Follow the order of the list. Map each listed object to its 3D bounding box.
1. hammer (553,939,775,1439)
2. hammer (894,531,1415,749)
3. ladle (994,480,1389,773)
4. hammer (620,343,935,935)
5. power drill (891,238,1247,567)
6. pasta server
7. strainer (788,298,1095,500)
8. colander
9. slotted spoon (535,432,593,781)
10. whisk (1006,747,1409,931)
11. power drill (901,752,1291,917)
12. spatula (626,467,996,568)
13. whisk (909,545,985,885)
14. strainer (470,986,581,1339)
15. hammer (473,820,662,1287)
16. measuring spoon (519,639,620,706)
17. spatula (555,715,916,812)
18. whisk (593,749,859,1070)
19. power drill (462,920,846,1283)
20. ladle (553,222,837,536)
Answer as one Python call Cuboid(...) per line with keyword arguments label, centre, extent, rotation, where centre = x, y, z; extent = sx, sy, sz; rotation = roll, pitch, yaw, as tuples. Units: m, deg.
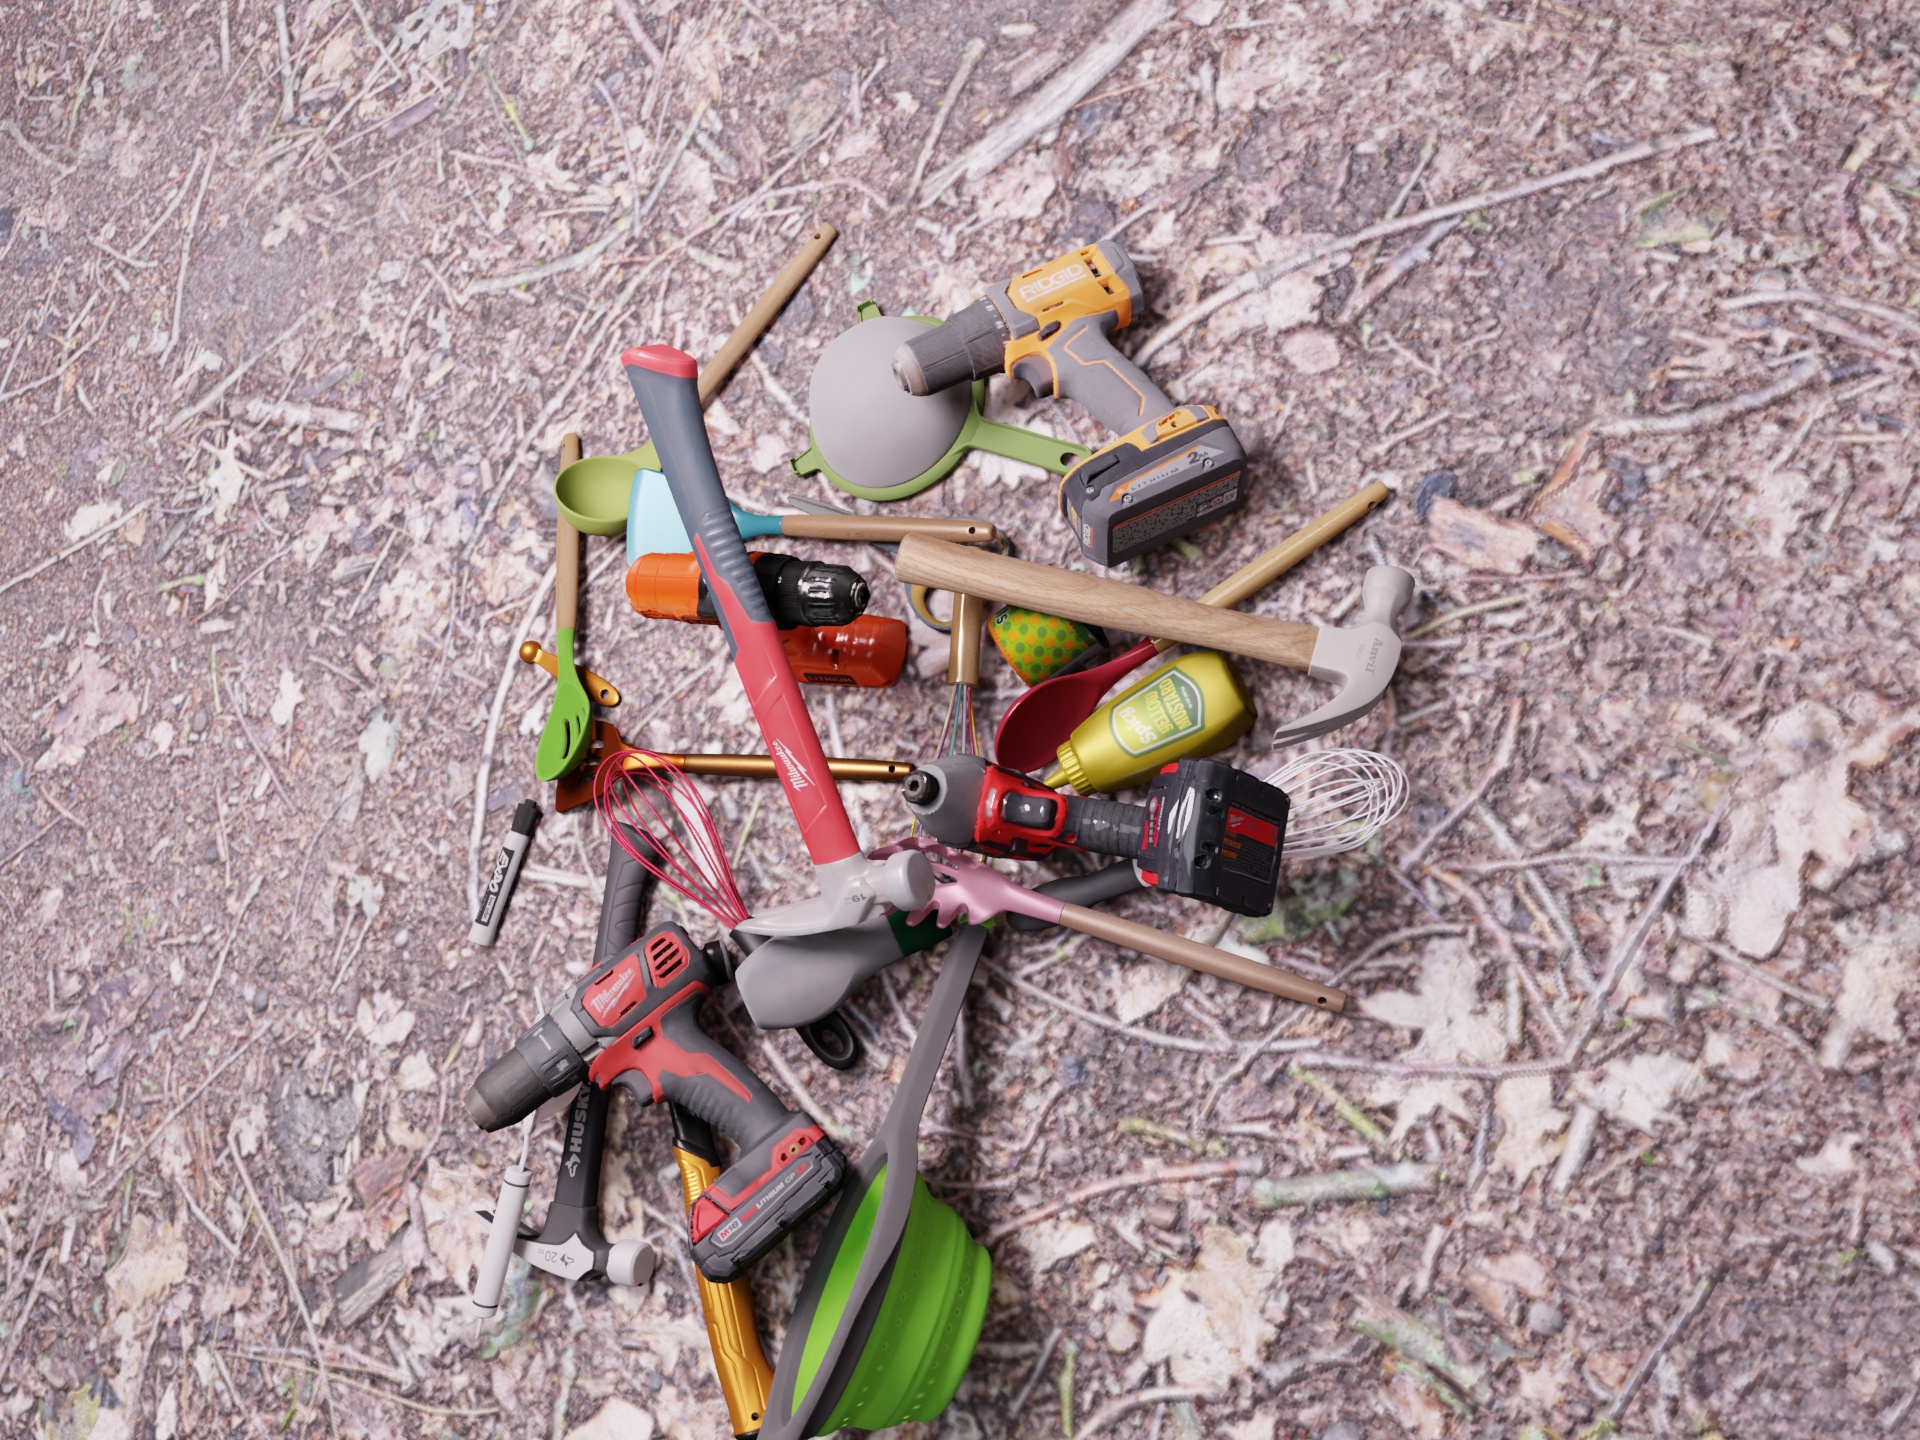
Cuboid(label="hammer", centre=(-0.188, 0.329, 1.115), extent=(0.127, 0.034, 0.337), rotation=(-14, 73, -9))
Cuboid(label="hammer", centre=(0.115, -0.069, 1.029), extent=(0.331, 0.031, 0.130), rotation=(14, 70, 14))
Cuboid(label="ladle", centre=(0.151, -0.066, 1.068), extent=(0.315, 0.069, 0.031), rotation=(-35, 48, 8))
Cuboid(label="hammer", centre=(-0.144, -0.046, 1.013), extent=(0.143, 0.038, 0.386), rotation=(-15, 100, 28))
Cuboid(label="power drill", centre=(0.072, -0.217, 1.098), extent=(0.185, 0.084, 0.226), rotation=(-24, 65, -7))
Cuboid(label="pasta server", centre=(0.089, 0.135, 1.022), extent=(0.316, 0.040, 0.060), rotation=(16, 112, 16))
Cuboid(label="strainer", centre=(-0.019, -0.229, 1.173), extent=(0.256, 0.069, 0.151), rotation=(22, 87, 29))
Cuboid(label="colander", centre=(-0.013, 0.298, 1.026), extent=(0.094, 0.204, 0.397), rotation=(24, 69, -6))
Cuboid(label="slotted spoon", centre=(-0.319, -0.097, 1.297), extent=(0.070, 0.031, 0.314), rotation=(-23, 62, 40))
Cuboid(label="whisk", centre=(0.151, 0.083, 1.026), extent=(0.284, 0.070, 0.070), rotation=(-23, 69, 23))
Cuboid(label="power drill", centre=(0.075, 0.061, 0.969), extent=(0.220, 0.143, 0.078), rotation=(6, 80, 36))
Cuboid(label="spatula", centre=(-0.117, -0.146, 1.200), extent=(0.317, 0.044, 0.082), rotation=(5, 91, 31))
Cuboid(label="whisk", centre=(-0.004, -0.004, 1.118), extent=(0.047, 0.051, 0.245), rotation=(-1, 79, 27))
Cuboid(label="strainer", centre=(-0.316, 0.322, 1.152), extent=(0.087, 0.050, 0.258), rotation=(-166, 91, -70))
Cuboid(label="hammer", centre=(-0.275, 0.242, 1.196), extent=(0.146, 0.035, 0.335), rotation=(2, 78, 25))
Cuboid(label="measuring spoon", centre=(-0.321, -0.039, 1.300), extent=(0.117, 0.011, 0.021), rotation=(27, 89, 28))
Cuboid(label="spatula", centre=(-0.181, 0.035, 1.212), extent=(0.323, 0.041, 0.081), rotation=(1, 77, 21))
Cuboid(label="whisk", centre=(-0.168, 0.133, 1.149), extent=(0.073, 0.073, 0.296), rotation=(-43, 74, 10))
Cuboid(label="power drill", centre=(-0.205, 0.271, 1.077), extent=(0.188, 0.080, 0.227), rotation=(-37, 75, -17))
Cuboid(label="ladle", centre=(-0.210, -0.279, 1.284), extent=(0.078, 0.062, 0.320), rotation=(41, 93, 22))
